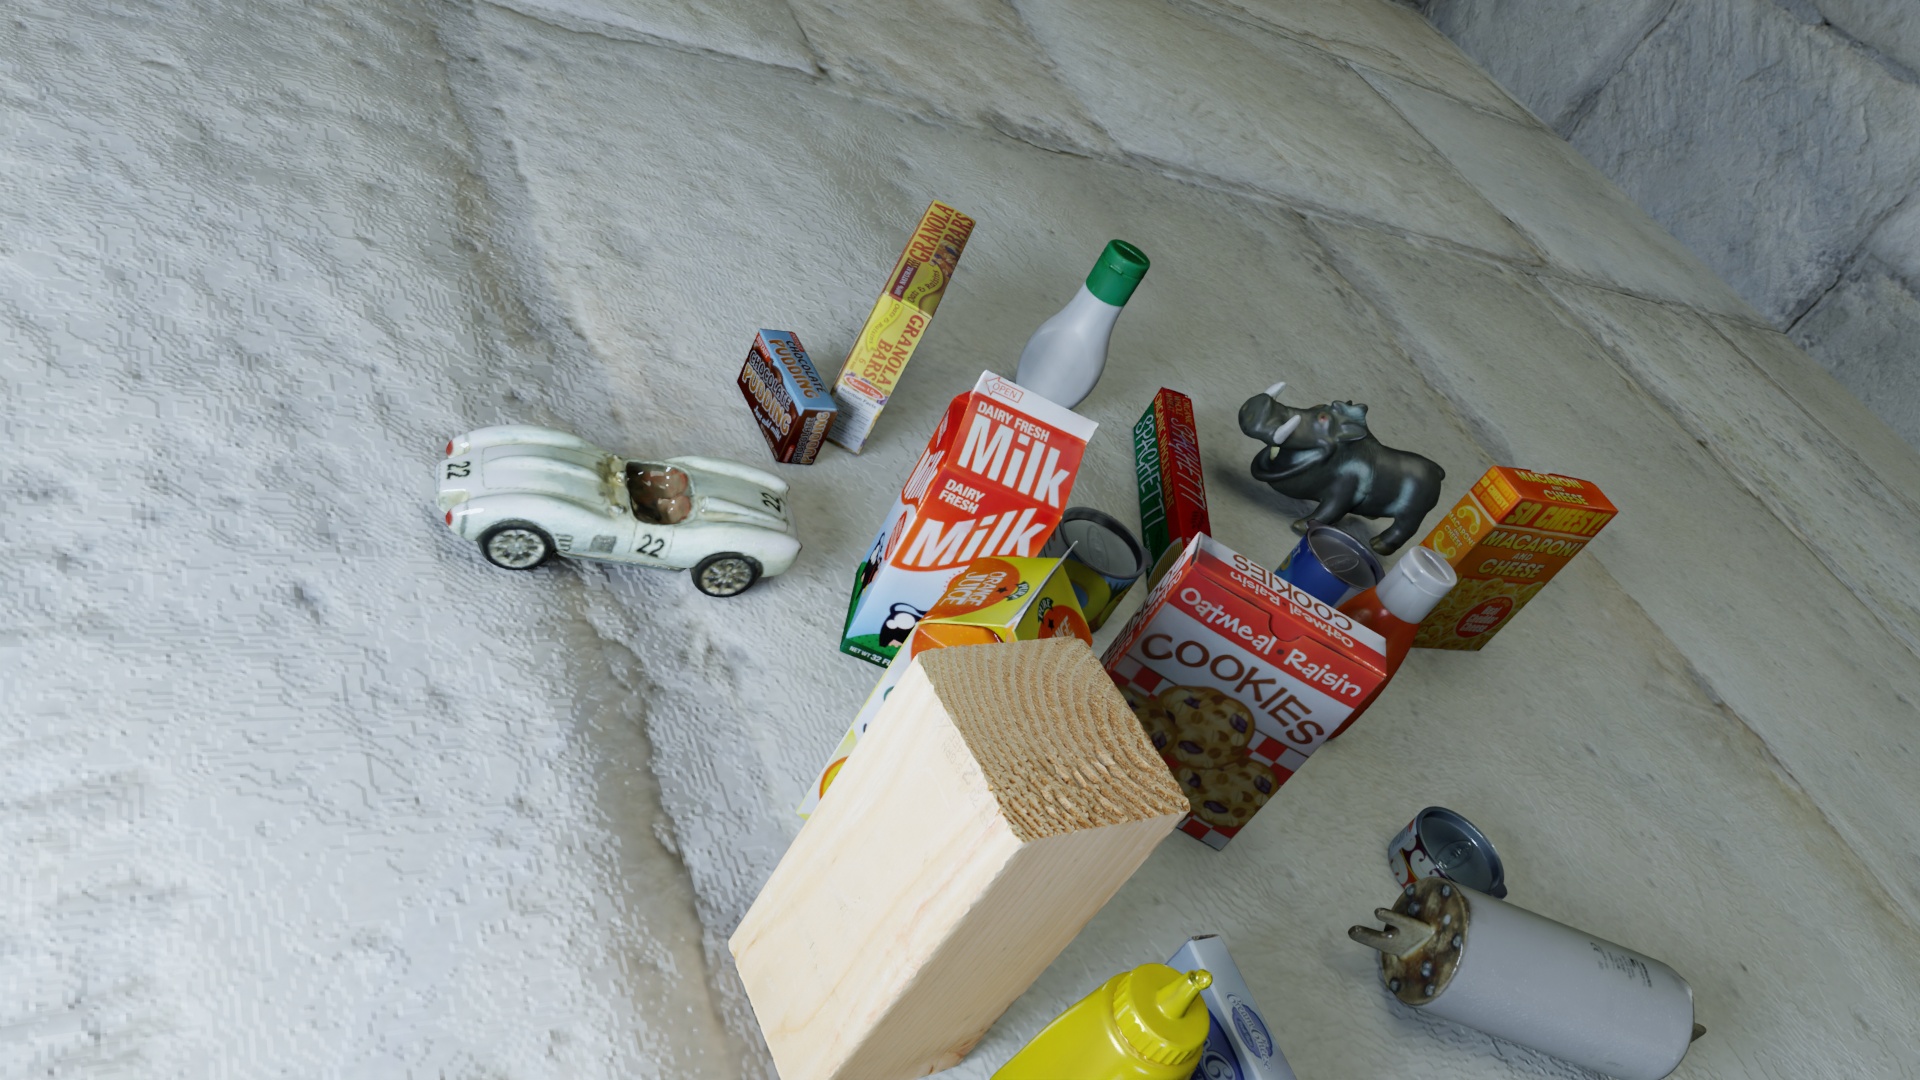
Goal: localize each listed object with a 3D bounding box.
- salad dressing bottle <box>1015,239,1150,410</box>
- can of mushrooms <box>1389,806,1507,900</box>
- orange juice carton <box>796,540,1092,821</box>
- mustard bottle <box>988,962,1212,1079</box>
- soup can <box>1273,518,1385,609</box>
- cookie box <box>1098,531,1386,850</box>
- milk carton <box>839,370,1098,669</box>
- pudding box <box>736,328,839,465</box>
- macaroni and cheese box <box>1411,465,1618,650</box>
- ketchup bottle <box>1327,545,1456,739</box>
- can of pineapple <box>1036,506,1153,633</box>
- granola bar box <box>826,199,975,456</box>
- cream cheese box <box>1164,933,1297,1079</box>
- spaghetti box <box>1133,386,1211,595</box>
[{"bbox_3d":[0.096,-0.164,1.080,0.064,0.147,0.044,37,35,7],"label":"salad dressing bottle"},{"bbox_3d":[0.314,0.210,0.894,0.071,0.033,0.071,20,37,-16],"label":"can of mushrooms"},{"bbox_3d":[-0.001,0.080,0.676,0.073,0.191,0.072,37,35,6],"label":"orange juice carton"},{"bbox_3d":[0.064,0.220,0.584,0.065,0.159,0.049,10,41,-29],"label":"mustard bottle"},{"bbox_3d":[0.256,0.038,1.013,0.071,0.083,0.072,21,37,-16],"label":"soup can"},{"bbox_3d":[0.143,0.090,0.793,0.123,0.166,0.040,30,35,-4],"label":"cookie box"},{"bbox_3d":[0.003,-0.010,0.788,0.072,0.189,0.074,23,36,-13],"label":"milk carton"},{"bbox_3d":[-0.115,-0.096,0.924,0.030,0.049,0.084,0,46,-37],"label":"pudding box"},{"bbox_3d":[0.409,0.017,1.083,0.124,0.165,0.040,5,43,-33],"label":"macaroni and cheese box"},{"bbox_3d":[0.272,0.067,0.935,0.043,0.148,0.065,-3,48,-39],"label":"ketchup bottle"},{"bbox_3d":[0.083,0.021,0.925,0.071,0.057,0.071,21,37,-16],"label":"can of pineapple"},{"bbox_3d":[-0.046,-0.154,0.982,0.039,0.123,0.166,27,35,-7],"label":"granola bar box"},{"bbox_3d":[0.130,0.254,0.685,0.024,0.053,0.104,4,44,-35],"label":"cream cheese box"},{"bbox_3d":[0.161,-0.030,1.052,0.029,0.050,0.251,22,36,-14],"label":"spaghetti box"}]
